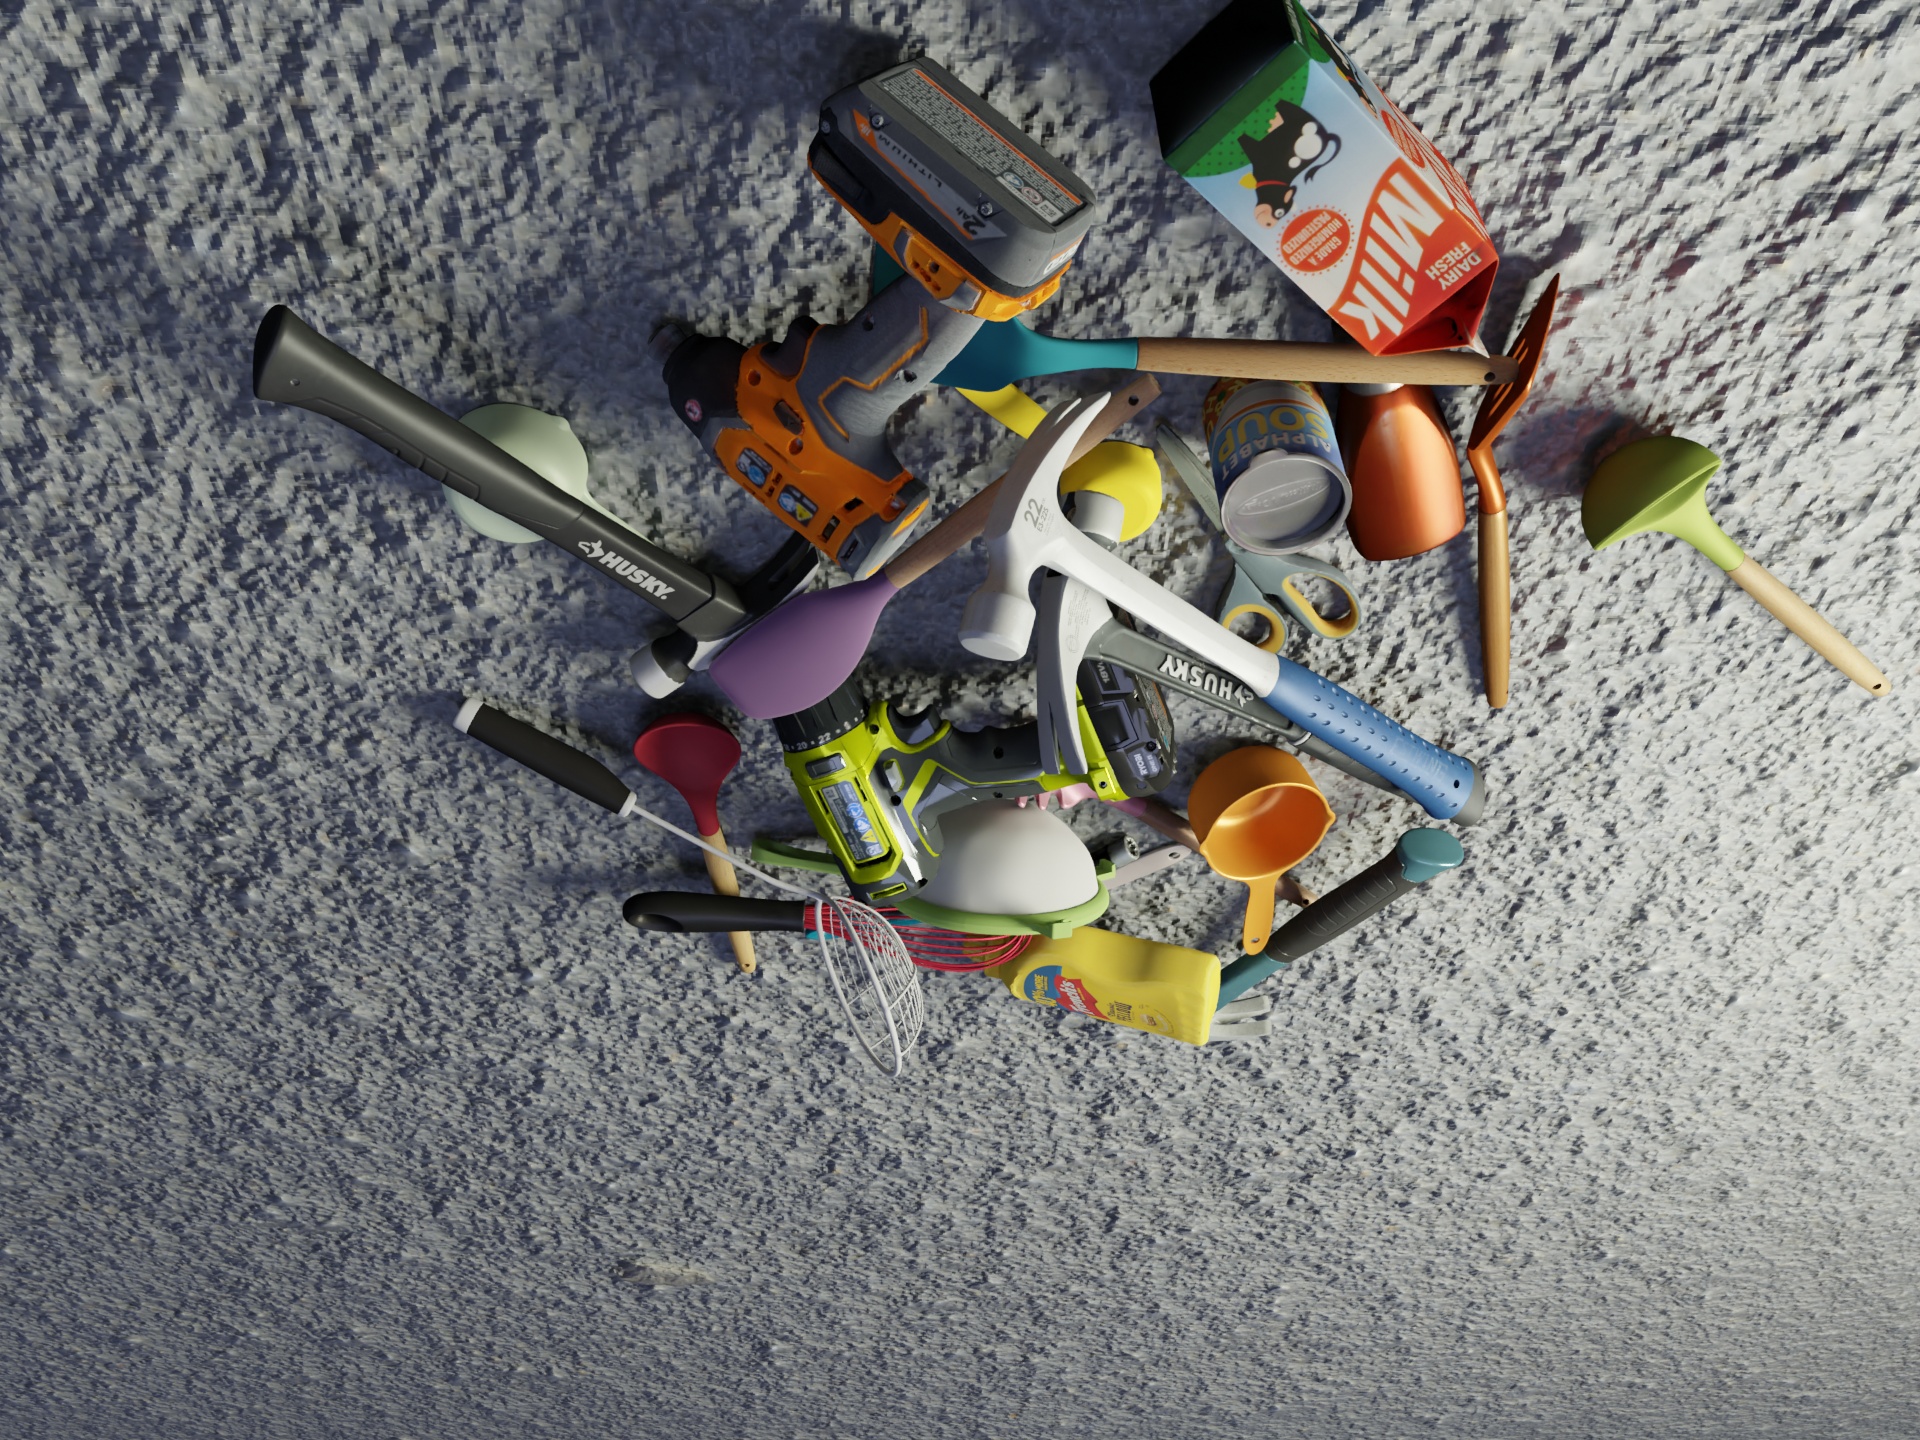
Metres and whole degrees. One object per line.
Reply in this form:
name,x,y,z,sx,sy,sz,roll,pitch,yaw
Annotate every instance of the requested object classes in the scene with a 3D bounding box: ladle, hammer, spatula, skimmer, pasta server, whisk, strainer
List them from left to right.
hammer,-0.214,-0.114,0.825,0.146,0.035,0.334,-31,144,21
skimmer,-0.178,0.110,1.037,0.363,0.090,0.127,31,165,-10
ladle,-0.172,0.092,1.122,0.069,0.031,0.315,-4,140,0
whisk,-0.092,0.140,1.137,0.296,0.073,0.073,2,138,-4
strainer,-0.024,0.083,1.085,0.256,0.151,0.069,7,103,17
spatula,-0.017,-0.091,0.881,0.316,0.018,0.059,-35,106,25
pasta server,0.145,0.075,1.101,0.316,0.040,0.060,29,111,-30
spatula,0.113,-0.187,0.783,0.317,0.044,0.082,4,135,1
hammer,0.166,-0.035,0.881,0.405,0.144,0.035,26,163,-37
hammer,0.194,0.003,0.951,0.408,0.149,0.036,20,166,-38
hammer,0.244,0.166,1.183,0.128,0.033,0.331,18,141,-22
spatula,0.310,-0.104,0.898,0.041,0.081,0.322,9,148,25
ladle,0.470,-0.074,0.930,0.320,0.062,0.078,27,128,-31

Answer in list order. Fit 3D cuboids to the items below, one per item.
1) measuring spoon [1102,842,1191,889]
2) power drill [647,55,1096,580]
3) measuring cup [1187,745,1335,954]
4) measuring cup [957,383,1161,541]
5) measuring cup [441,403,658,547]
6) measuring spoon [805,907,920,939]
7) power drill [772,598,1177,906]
measuring spoon,0.116,0.120,1.163,0.124,0.018,0.034,-28,131,27
power drill,-0.056,-0.191,0.753,0.164,0.084,0.226,39,132,2
measuring cup,0.198,0.089,1.091,0.095,0.052,0.173,-12,134,-8
measuring cup,0.048,-0.146,0.858,0.156,0.029,0.062,31,129,-32
measuring cup,-0.214,-0.107,0.889,0.083,0.038,0.167,-31,128,29
measuring spoon,-0.053,0.143,1.191,0.128,0.021,0.042,-8,162,-5
power drill,-0.002,-0.003,0.959,0.228,0.080,0.190,-19,108,16
